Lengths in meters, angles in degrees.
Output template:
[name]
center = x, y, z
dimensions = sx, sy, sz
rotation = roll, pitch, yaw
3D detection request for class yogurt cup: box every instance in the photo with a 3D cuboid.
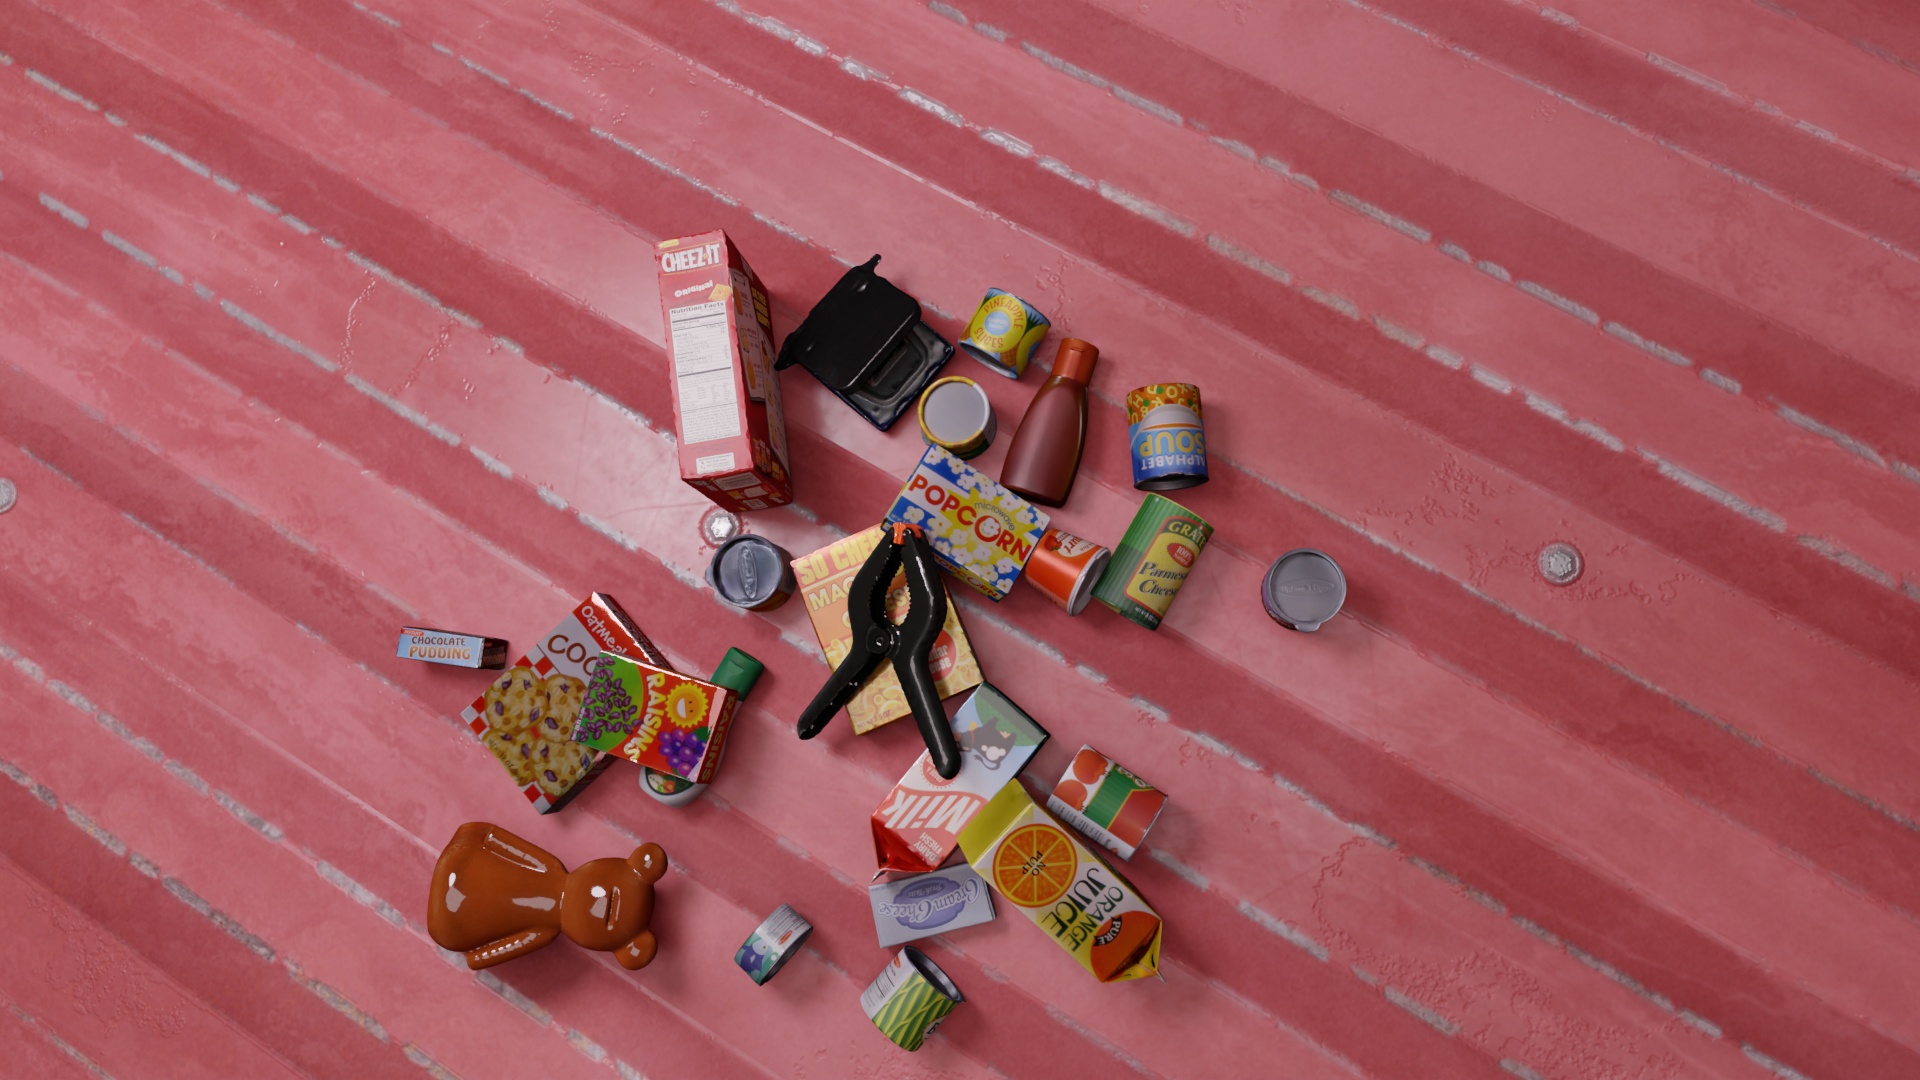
[yogurt cup]
center = 0.092, 0.025, 1.216
dimensions = 0.054, 0.072, 0.072
rotation = 29, 86, 18

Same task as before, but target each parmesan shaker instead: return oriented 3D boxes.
[parmesan shaker]
center = 0.168, 0.020, 1.207
dimensions = 0.071, 0.071, 0.103
rotation = 29, 87, 10

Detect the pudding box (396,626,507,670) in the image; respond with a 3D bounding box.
[pudding box]
center = -0.468, 0.100, 1.281
dimensions = 0.084, 0.049, 0.030
rotation = 8, 85, 9

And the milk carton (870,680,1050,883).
[milk carton]
center = -0.011, 0.217, 1.194
dimensions = 0.073, 0.072, 0.190
rotation = 40, 88, 11

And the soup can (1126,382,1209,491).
[soup can]
center = 0.182, -0.091, 1.218
dimensions = 0.071, 0.071, 0.084
rotation = -5, 81, 6

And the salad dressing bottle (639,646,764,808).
[salad dressing bottle]
center = -0.230, 0.166, 1.244
dimensions = 0.064, 0.044, 0.147
rotation = 31, 86, 12

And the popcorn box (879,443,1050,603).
[popcorn box]
center = 0.004, -0.015, 1.220
dimensions = 0.127, 0.038, 0.085
rotation = 33, 68, -4

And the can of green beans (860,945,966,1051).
[can of green beans]
center = -0.042, 0.387, 1.175
dimensions = 0.071, 0.071, 0.058
rotation = 41, 89, 11

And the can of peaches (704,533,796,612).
[can of peaches]
center = -0.188, 0.030, 1.253
dimensions = 0.071, 0.058, 0.071
rotation = -1, 82, 7

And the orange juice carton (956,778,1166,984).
[orange juice carton]
center = 0.093, 0.289, 1.137
dimensions = 0.192, 0.072, 0.073
rotation = 43, 88, -12

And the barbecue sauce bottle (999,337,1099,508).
[barbecue sauce bottle]
center = 0.086, -0.107, 1.247
dimensions = 0.065, 0.043, 0.148
rotation = 17, 83, 9

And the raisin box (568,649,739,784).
[raisin box]
center = -0.265, 0.153, 1.209
dimensions = 0.123, 0.040, 0.086
rotation = 16, 82, 12

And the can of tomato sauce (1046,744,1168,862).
[can of tomato sauce]
center = 0.125, 0.221, 1.180
dimensions = 0.083, 0.071, 0.071
rotation = 32, 87, 11

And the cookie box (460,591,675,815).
[cookie box]
center = -0.349, 0.147, 1.264
dimensions = 0.167, 0.040, 0.123
rotation = -42, 79, 0

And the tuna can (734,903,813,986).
[tuna can]
center = -0.162, 0.349, 1.197
dimensions = 0.033, 0.071, 0.071
rotation = 40, 88, 12

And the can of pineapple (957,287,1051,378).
[can of pineapple]
center = 0.039, -0.187, 1.252
dimensions = 0.071, 0.071, 0.058
rotation = 30, 87, 10

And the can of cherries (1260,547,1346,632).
[can of cherries]
center = 0.292, 0.045, 1.190
dimensions = 0.071, 0.058, 0.071
rotation = -1, 81, 6

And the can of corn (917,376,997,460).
[can of corn]
center = -0.005, -0.109, 1.251
dimensions = 0.071, 0.058, 0.071
rotation = -1, 81, 7

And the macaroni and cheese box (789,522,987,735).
[macaroni and cheese box]
center = -0.065, 0.074, 1.239
dimensions = 0.124, 0.040, 0.166
rotation = -23, 79, 2

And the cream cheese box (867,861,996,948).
[cream cheese box]
center = -0.025, 0.314, 1.205
dimensions = 0.104, 0.024, 0.053
rotation = -15, 80, 5
